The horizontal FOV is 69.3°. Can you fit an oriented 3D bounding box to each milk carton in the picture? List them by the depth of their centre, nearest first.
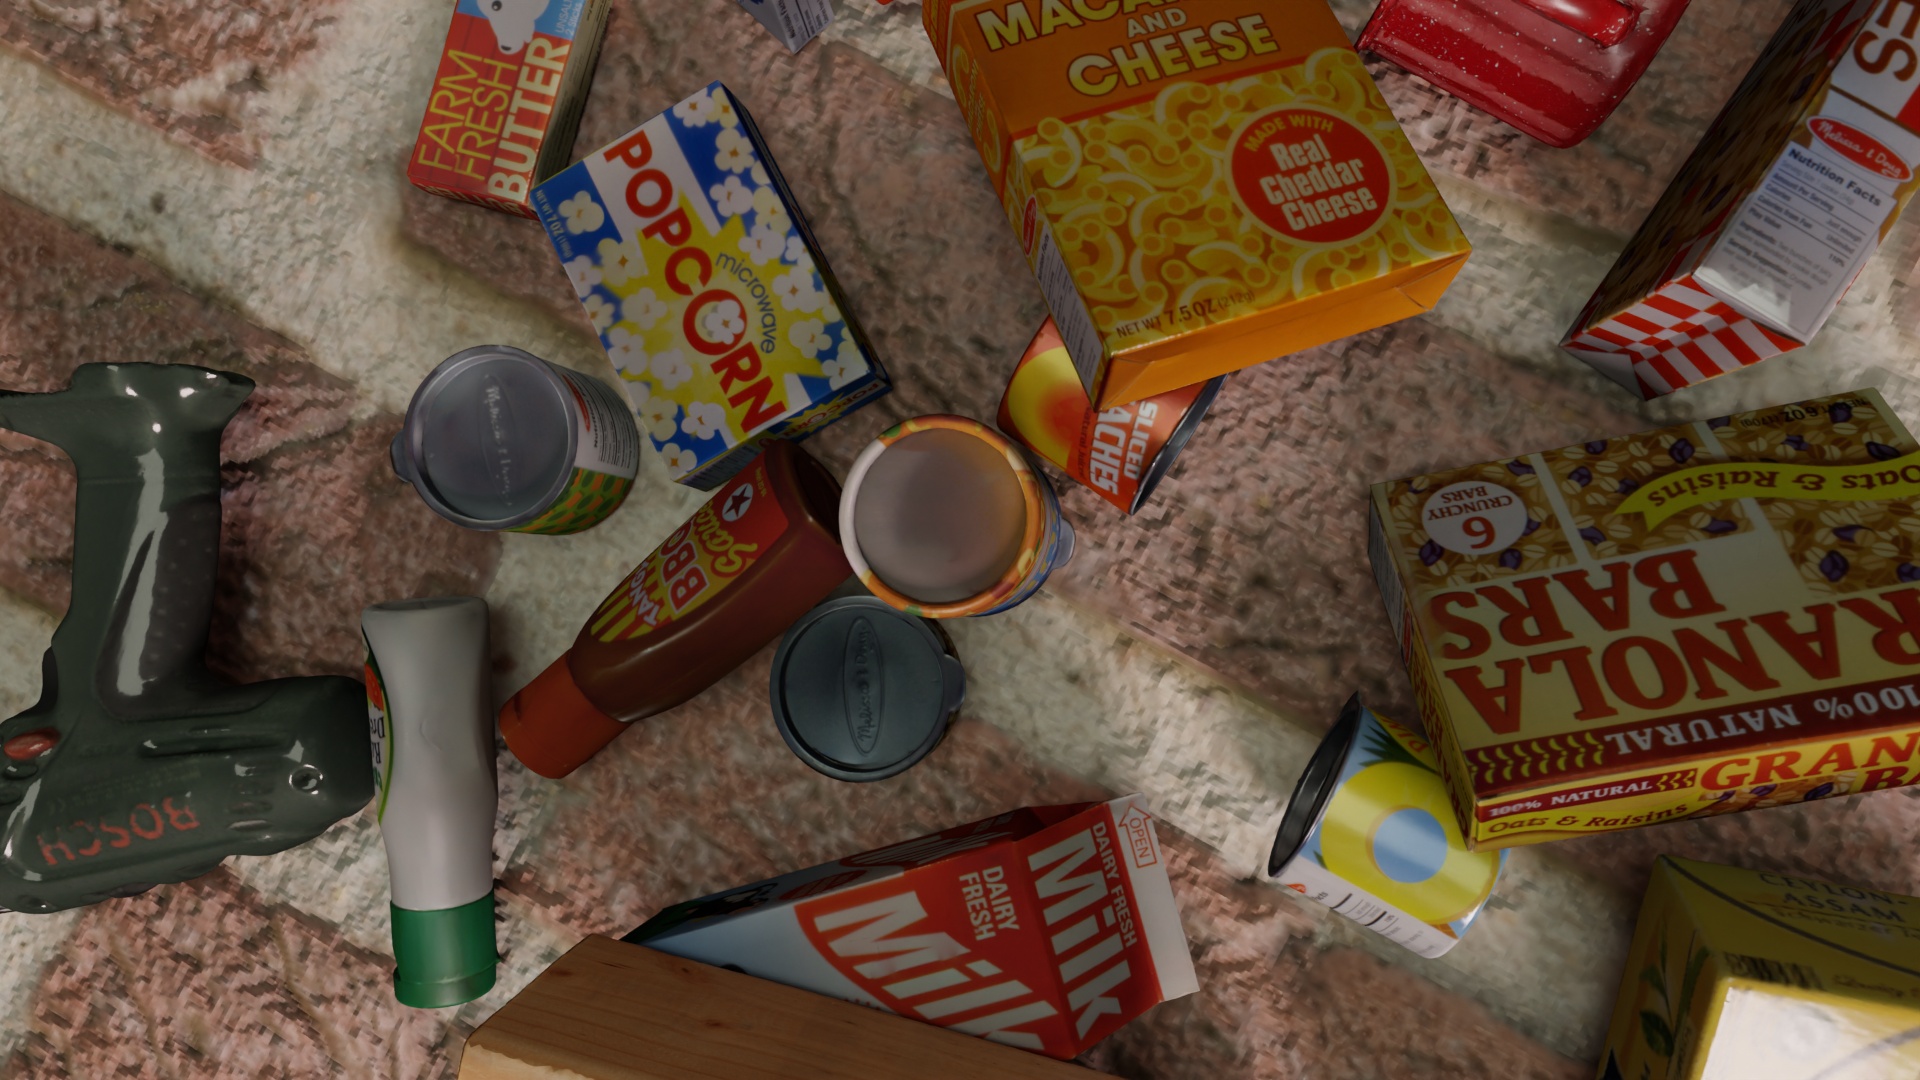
[{"bbox_3d":[-0.019,0.145,0.478,0.190,0.073,0.072,-16,86,7],"label":"milk carton"}]

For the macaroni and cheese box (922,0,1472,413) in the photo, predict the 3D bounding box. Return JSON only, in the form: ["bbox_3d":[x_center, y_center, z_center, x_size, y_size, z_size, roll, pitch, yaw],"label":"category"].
[{"bbox_3d":[0.072,-0.137,0.459,0.124,0.040,0.167,-18,70,-11],"label":"macaroni and cheese box"}]

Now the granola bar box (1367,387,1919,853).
[{"bbox_3d":[0.225,0.022,0.432,0.165,0.039,0.125,-11,48,8],"label":"granola bar box"}]

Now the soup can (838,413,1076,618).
[{"bbox_3d":[0.002,-0.006,0.477,0.071,0.084,0.071,0,87,8],"label":"soup can"}]

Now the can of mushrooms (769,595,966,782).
[{"bbox_3d":[-0.031,0.053,0.504,0.071,0.033,0.071,0,87,9],"label":"can of mushrooms"}]

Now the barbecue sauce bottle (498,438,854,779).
[{"bbox_3d":[-0.103,0.030,0.505,0.148,0.043,0.065,-39,38,12],"label":"barbecue sauce bottle"}]

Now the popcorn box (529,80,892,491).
[{"bbox_3d":[-0.093,-0.094,0.518,0.085,0.038,0.127,-28,84,6],"label":"popcorn box"}]

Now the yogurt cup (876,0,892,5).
[{"bbox_3d":[-0.024,-0.233,0.503,0.054,0.072,0.072,-34,83,14],"label":"yogurt cup"}]

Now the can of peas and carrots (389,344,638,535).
[{"bbox_3d":[-0.163,-0.034,0.516,0.071,0.059,0.071,0,87,9],"label":"can of peas and carrots"}]

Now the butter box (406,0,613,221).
[{"bbox_3d":[-0.174,-0.181,0.542,0.053,0.024,0.103,16,90,8],"label":"butter box"}]

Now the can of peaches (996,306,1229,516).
[{"bbox_3d":[0.052,-0.051,0.478,0.058,0.071,0.071,34,93,9],"label":"can of peaches"}]

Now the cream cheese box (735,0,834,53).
[{"bbox_3d":[-0.077,-0.218,0.489,0.053,0.103,0.024,43,88,6],"label":"cream cheese box"}]

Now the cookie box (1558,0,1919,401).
[{"bbox_3d":[0.263,-0.129,0.424,0.040,0.123,0.167,34,93,8],"label":"cookie box"}]

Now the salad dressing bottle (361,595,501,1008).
[{"bbox_3d":[-0.195,0.096,0.516,0.044,0.064,0.147,-4,95,-25],"label":"salad dressing bottle"}]

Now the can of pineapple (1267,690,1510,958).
[{"bbox_3d":[0.143,0.094,0.460,0.058,0.071,0.071,27,92,8],"label":"can of pineapple"}]
